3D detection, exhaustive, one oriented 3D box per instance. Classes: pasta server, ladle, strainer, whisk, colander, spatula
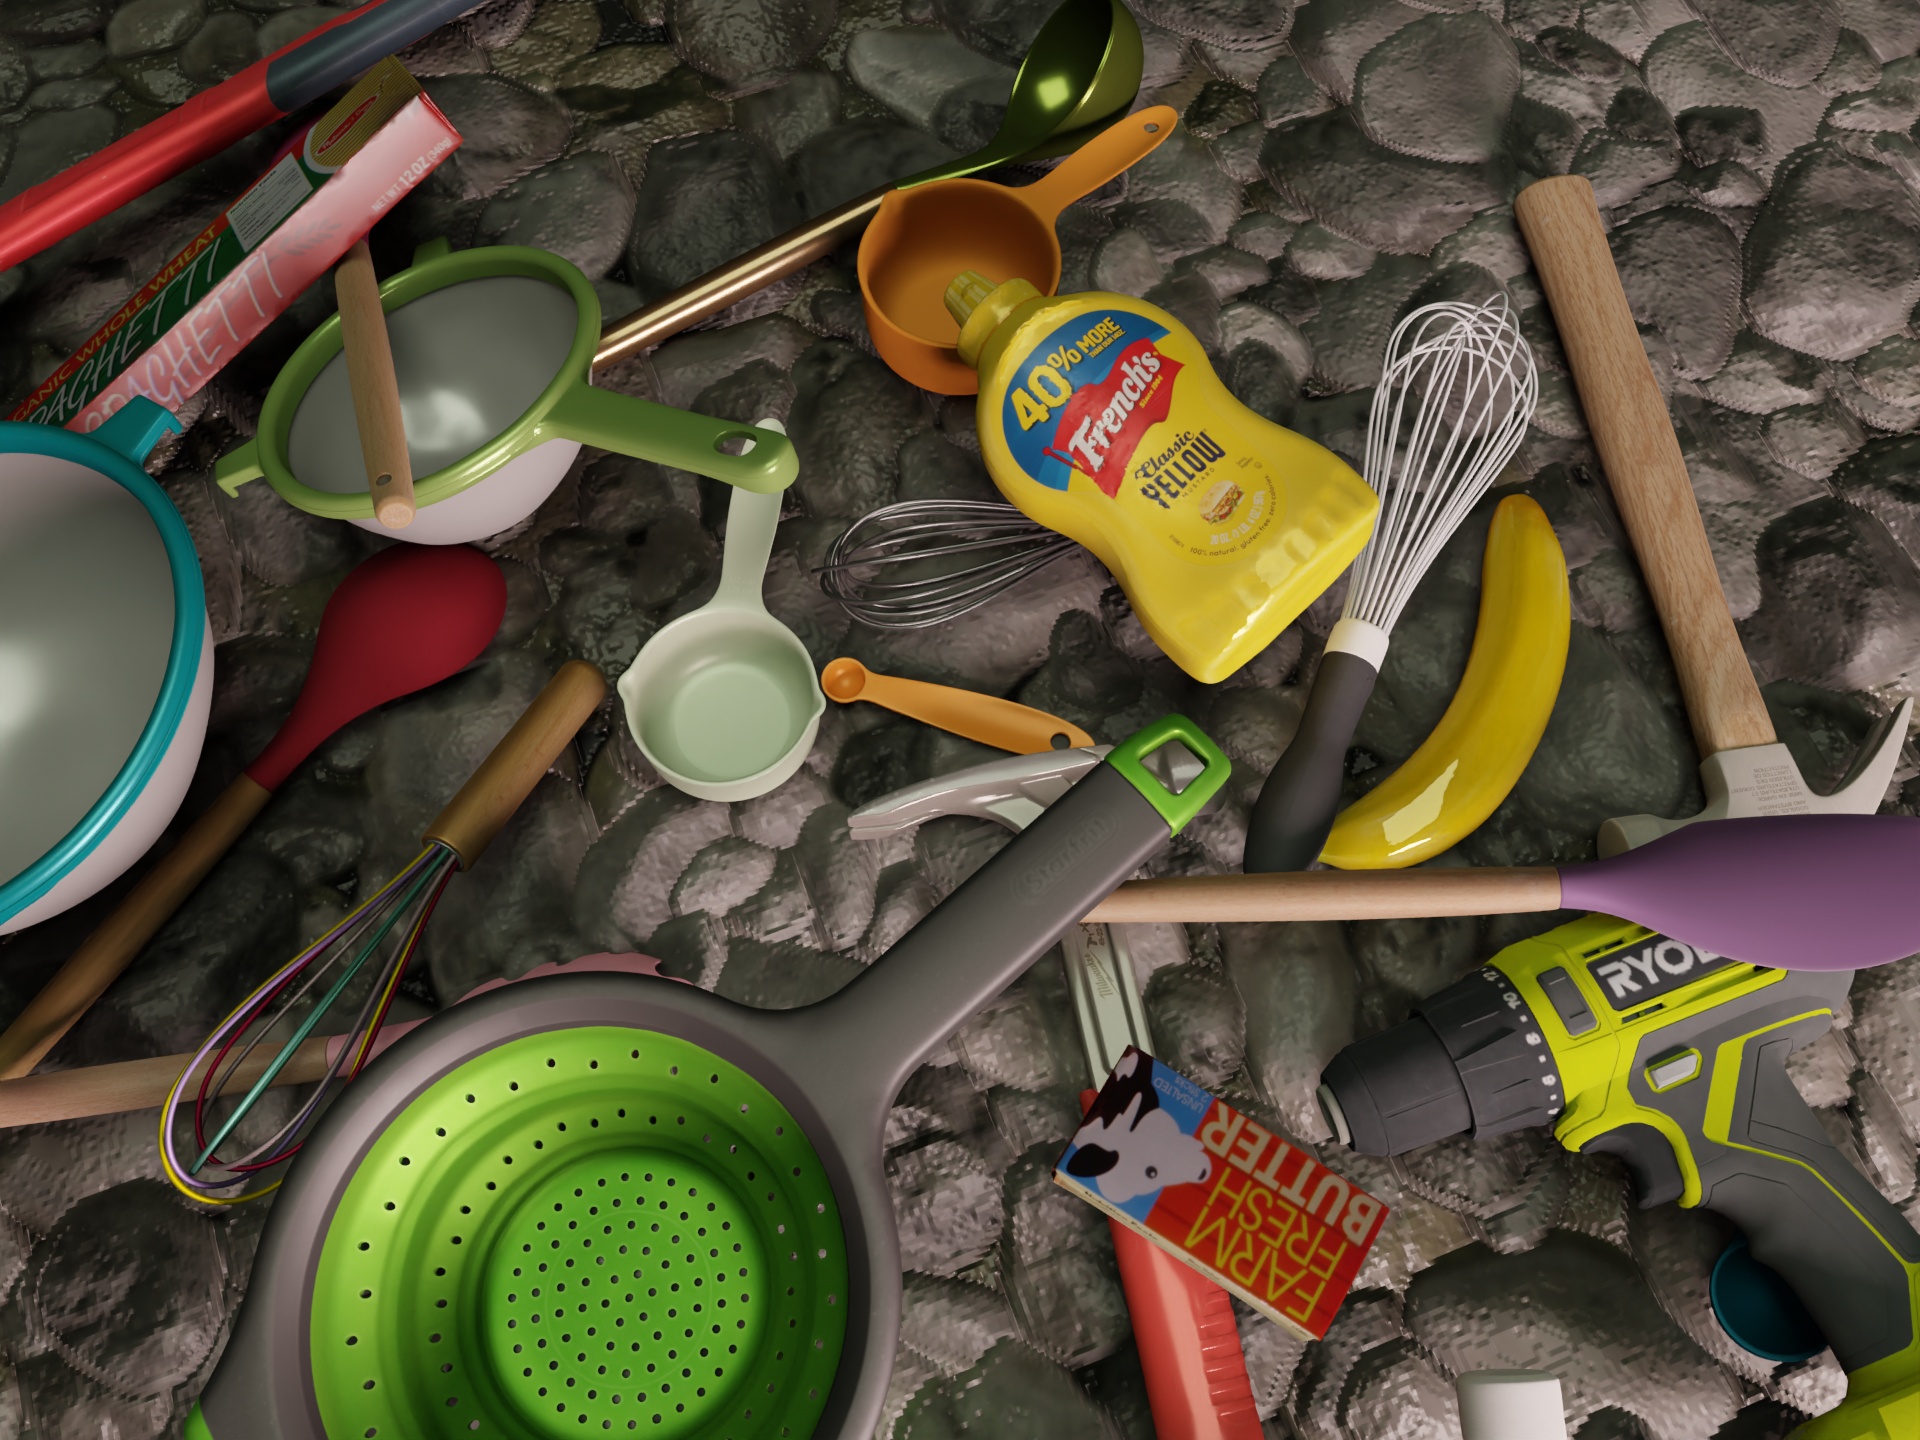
[{"bbox_3d":[-0.256,0.130,0.588,0.316,0.040,0.060,-8,69,-3],"label":"pasta server"},{"bbox_3d":[-0.297,0.045,0.629,0.069,0.031,0.315,33,74,13],"label":"ladle"},{"bbox_3d":[-0.351,0.055,0.583,0.211,0.095,0.341,-16,68,1],"label":"strainer"},{"bbox_3d":[-0.201,0.068,0.587,0.047,0.051,0.245,30,54,0],"label":"whisk"},{"bbox_3d":[-0.163,-0.110,0.639,0.256,0.069,0.151,17,62,27],"label":"strainer"},{"bbox_3d":[0.055,-0.083,0.666,0.239,0.055,0.055,-13,70,-9],"label":"whisk"},{"bbox_3d":[-0.059,0.142,0.553,0.397,0.094,0.205,-40,74,-13],"label":"colander"},{"bbox_3d":[-0.057,-0.236,0.720,0.320,0.062,0.078,-30,35,-7],"label":"ladle"},{"bbox_3d":[0.169,-0.056,0.638,0.070,0.070,0.285,22,71,8],"label":"whisk"},{"bbox_3d":[0.186,0.063,0.566,0.316,0.018,0.060,-2,59,8],"label":"spatula"}]

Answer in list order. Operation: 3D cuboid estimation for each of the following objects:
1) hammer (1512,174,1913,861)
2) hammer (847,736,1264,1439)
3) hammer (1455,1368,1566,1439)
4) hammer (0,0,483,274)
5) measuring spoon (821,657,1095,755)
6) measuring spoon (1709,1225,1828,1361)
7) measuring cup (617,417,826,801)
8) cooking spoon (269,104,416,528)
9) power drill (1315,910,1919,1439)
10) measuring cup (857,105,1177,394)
[{"bbox_3d":[0.298,-0.093,0.676,0.130,0.031,0.332,-7,69,-2],"label":"hammer"},{"bbox_3d":[0.062,0.181,0.570,0.149,0.036,0.359,-11,69,-4],"label":"hammer"},{"bbox_3d":[0.026,0.287,0.502,0.335,0.035,0.146,-5,72,9],"label":"hammer"},{"bbox_3d":[-0.305,-0.288,0.725,0.386,0.038,0.143,-39,45,-17],"label":"hammer"},{"bbox_3d":[-0.001,-0.002,0.656,0.117,0.011,0.021,16,70,2],"label":"measuring spoon"},{"bbox_3d":[0.289,0.170,0.588,0.042,0.021,0.129,-3,60,9],"label":"measuring spoon"},{"bbox_3d":[-0.089,-0.046,0.657,0.083,0.038,0.168,6,67,2],"label":"measuring cup"},{"bbox_3d":[-0.254,-0.185,0.668,0.069,0.017,0.319,-22,51,-4],"label":"cooking spoon"},{"bbox_3d":[0.248,0.173,0.537,0.190,0.080,0.229,-21,58,-2],"label":"power drill"},{"bbox_3d":[0.031,-0.213,0.713,0.173,0.052,0.095,-39,74,-15],"label":"measuring cup"}]
